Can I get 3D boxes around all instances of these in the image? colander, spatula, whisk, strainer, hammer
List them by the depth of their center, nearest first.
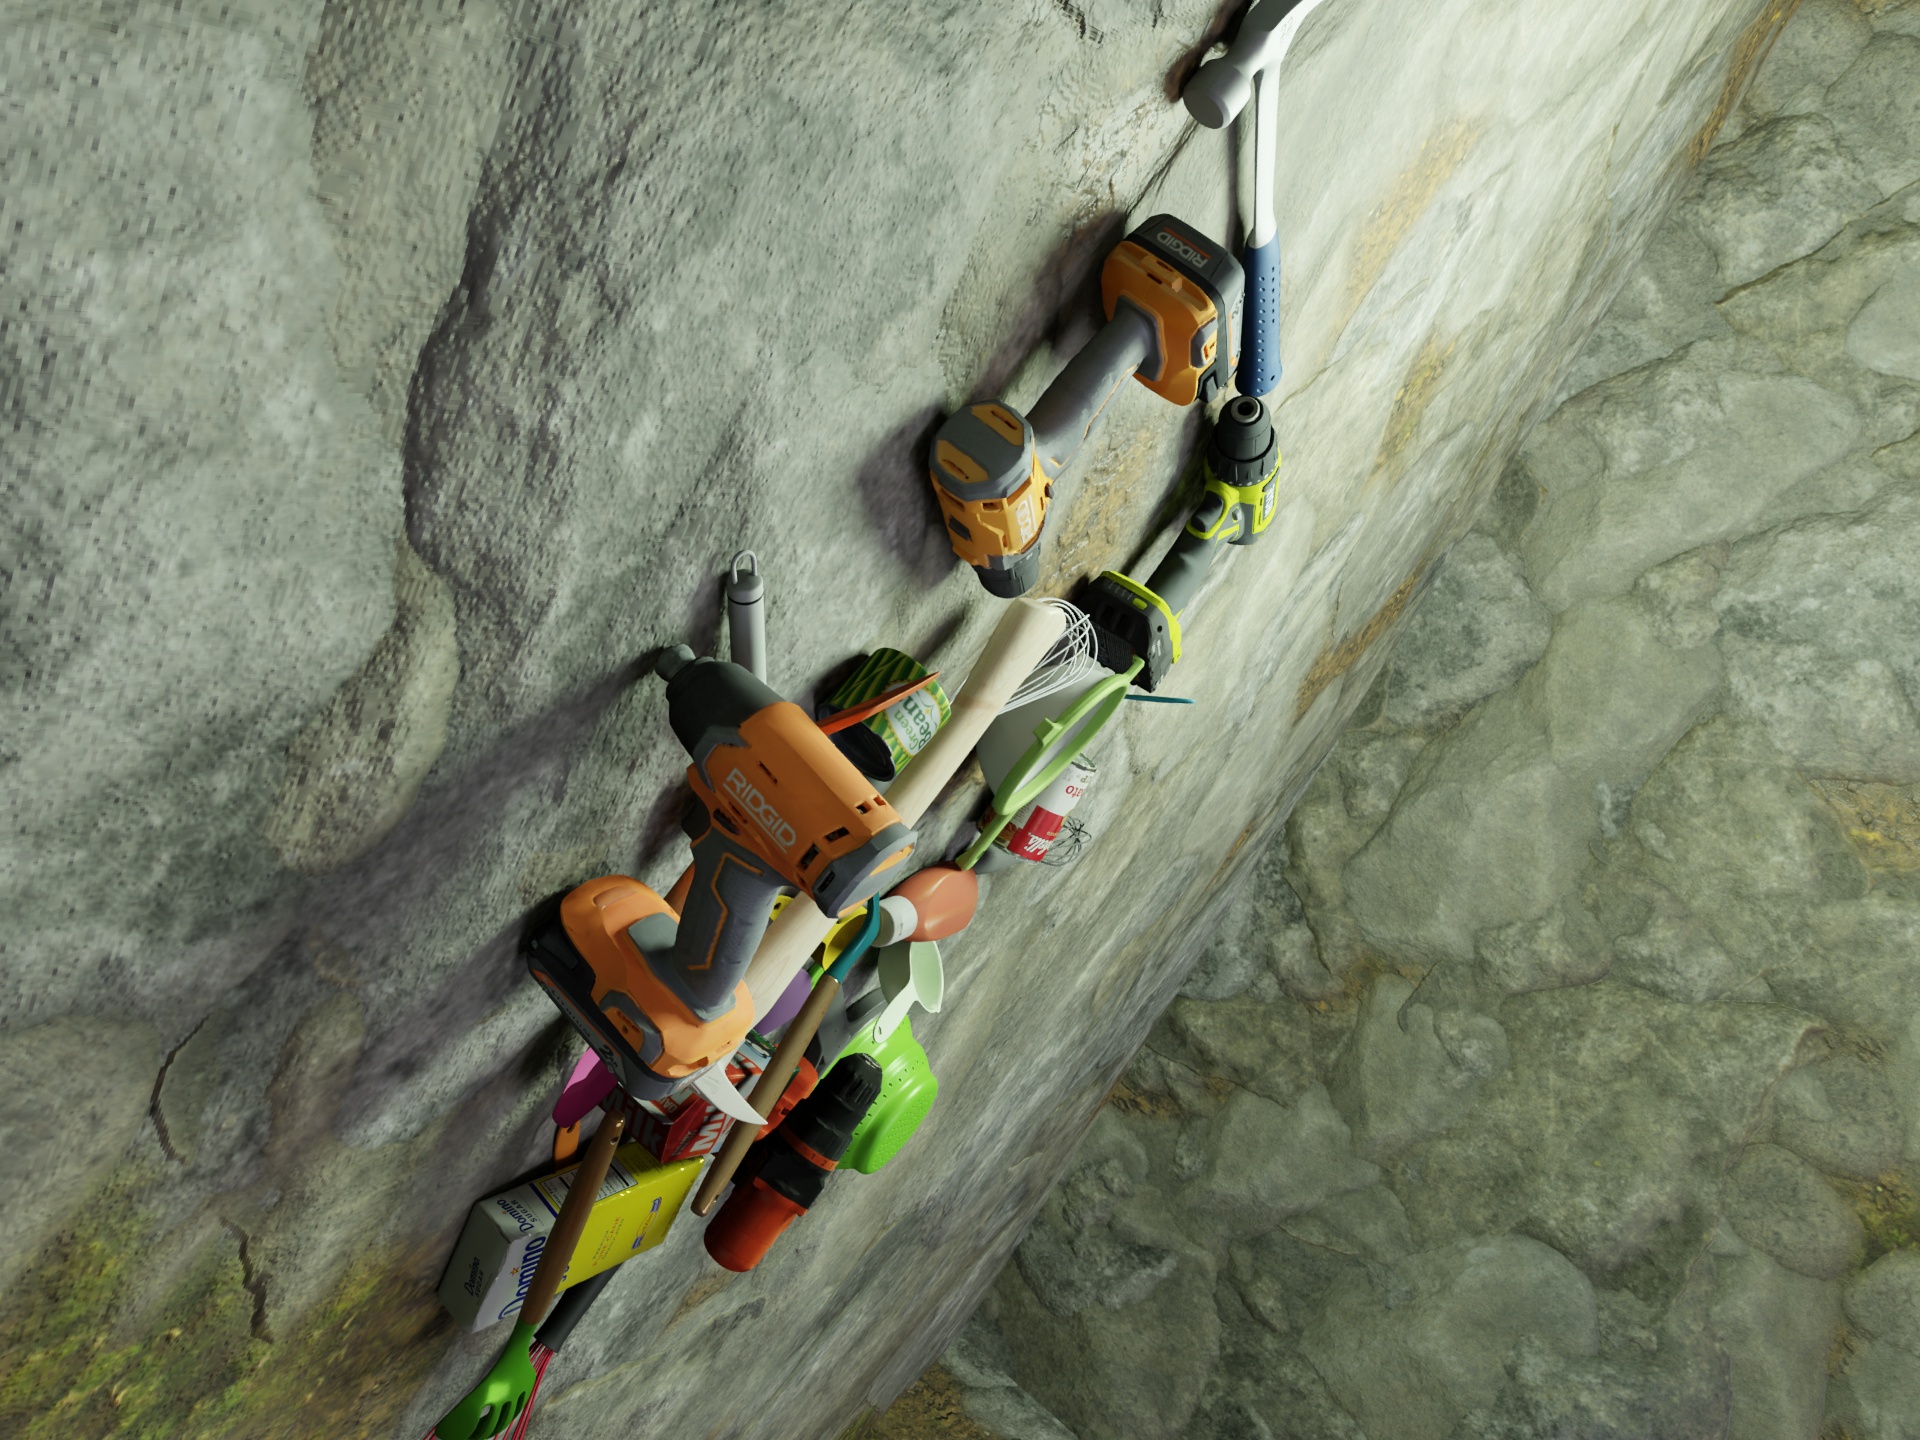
[{"bbox_3d":[-0.118,0.002,0.901,0.087,0.050,0.258,-20,141,-23],"label":"strainer"},{"bbox_3d":[-0.128,0.076,0.909,0.322,0.041,0.081,-50,171,28],"label":"spatula"},{"bbox_3d":[-0.051,0.079,1.067,0.411,0.038,0.146,-52,143,-22],"label":"hammer"},{"bbox_3d":[0.214,-0.349,1.105,0.144,0.035,0.405,-51,161,-9],"label":"hammer"},{"bbox_3d":[-0.113,0.201,1.120,0.082,0.044,0.318,88,26,-53],"label":"spatula"},{"bbox_3d":[-0.145,0.164,1.141,0.060,0.018,0.315,-32,154,-15],"label":"spatula"},{"bbox_3d":[-0.001,-0.003,1.153,0.284,0.070,0.070,-38,155,-29],"label":"whisk"},{"bbox_3d":[-0.330,0.495,1.219,0.296,0.073,0.073,-55,162,-20],"label":"whisk"},{"bbox_3d":[0.040,0.033,1.313,0.151,0.069,0.256,-34,165,-45],"label":"strainer"},{"bbox_3d":[-0.088,0.315,1.423,0.204,0.094,0.396,-46,160,-23],"label":"colander"},{"bbox_3d":[0.061,0.123,1.539,0.239,0.055,0.055,-5,128,-60],"label":"whisk"}]

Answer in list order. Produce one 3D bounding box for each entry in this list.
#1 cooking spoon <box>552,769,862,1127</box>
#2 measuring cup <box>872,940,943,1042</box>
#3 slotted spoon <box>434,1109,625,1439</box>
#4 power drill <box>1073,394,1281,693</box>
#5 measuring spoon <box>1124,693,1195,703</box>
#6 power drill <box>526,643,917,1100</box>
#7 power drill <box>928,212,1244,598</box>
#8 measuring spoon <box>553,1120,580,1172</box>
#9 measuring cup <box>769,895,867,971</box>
[{"bbox_3d":[-0.149,0.128,1.014,0.319,0.017,0.068,-52,161,-20],"label":"cooking spoon"},{"bbox_3d":[-0.059,0.236,1.369,0.167,0.038,0.083,-45,121,-66],"label":"measuring cup"},{"bbox_3d":[-0.275,0.372,1.038,0.070,0.031,0.313,-4,127,-49],"label":"slotted spoon"},{"bbox_3d":[0.191,-0.151,1.329,0.228,0.080,0.190,-54,162,-11],"label":"power drill"},{"bbox_3d":[0.138,-0.012,1.364,0.042,0.128,0.021,7,87,-69],"label":"measuring spoon"},{"bbox_3d":[-0.139,0.077,0.839,0.226,0.164,0.084,-51,165,31],"label":"power drill"},{"bbox_3d":[0.077,-0.182,0.998,0.226,0.084,0.185,-46,161,-10],"label":"power drill"},{"bbox_3d":[-0.269,0.304,1.096,0.021,0.011,0.116,-38,156,-40],"label":"measuring spoon"},{"bbox_3d":[-0.115,0.150,1.201,0.062,0.029,0.156,-53,149,-3],"label":"measuring cup"}]
